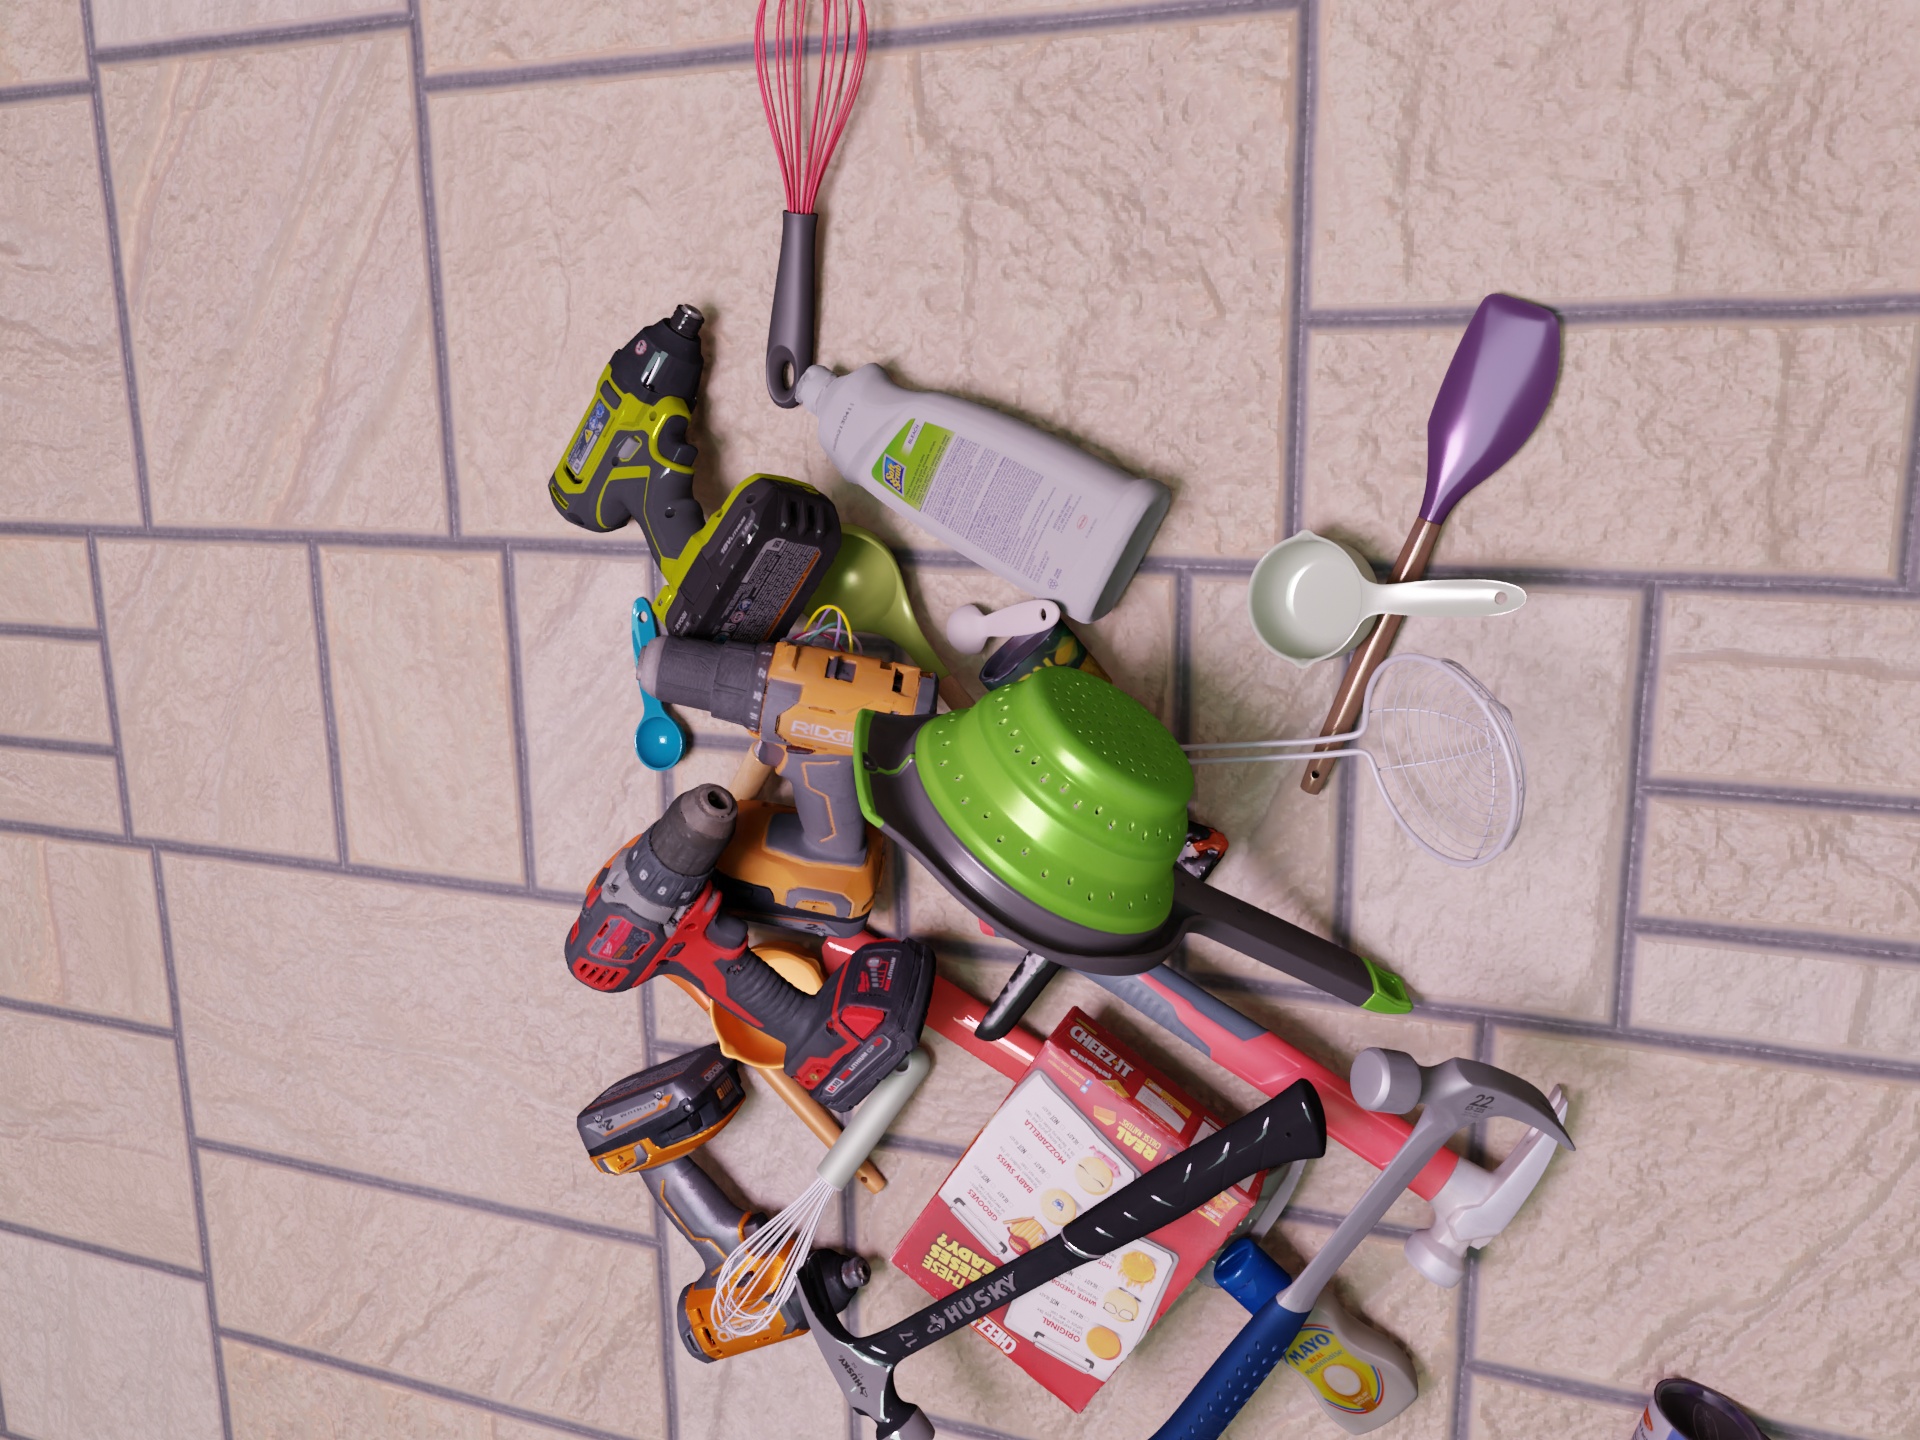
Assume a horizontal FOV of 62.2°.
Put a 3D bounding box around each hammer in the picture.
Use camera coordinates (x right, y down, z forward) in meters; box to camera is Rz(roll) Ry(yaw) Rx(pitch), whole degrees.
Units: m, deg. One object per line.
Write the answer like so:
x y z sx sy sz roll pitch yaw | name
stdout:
0.214 0.348 0.967 0.144 0.035 0.405 12 124 -20 | hammer
0.060 0.332 1.004 0.409 0.036 0.149 -38 87 25 | hammer
0.183 0.191 1.001 0.386 0.038 0.143 33 100 5 | hammer
0.063 0.236 1.098 0.359 0.037 0.149 31 111 13 | hammer

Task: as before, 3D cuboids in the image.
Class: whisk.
-0.098 0.336 1.141 0.246 0.059 0.058 -54 42 -3 | whisk
-0.103 -0.349 1.029 0.073 0.073 0.295 15 113 19 | whisk
-0.126 0.011 1.090 0.047 0.051 0.245 39 132 6 | whisk

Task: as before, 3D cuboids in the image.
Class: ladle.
-0.002 -0.003 1.035 0.320 0.062 0.078 51 123 15 | ladle

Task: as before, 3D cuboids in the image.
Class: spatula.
-0.166 0.229 1.200 0.322 0.041 0.081 47 113 2 | spatula
0.272 -0.095 0.948 0.060 0.018 0.315 26 110 16 | spatula

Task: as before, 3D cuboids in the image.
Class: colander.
0.131 0.070 0.918 0.396 0.205 0.094 26 117 -21 | colander

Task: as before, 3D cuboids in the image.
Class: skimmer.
0.158 0.029 0.968 0.363 0.090 0.127 -4 108 29 | skimmer

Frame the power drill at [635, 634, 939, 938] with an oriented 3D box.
-0.122 0.037 1.037 0.185 0.084 0.226 11 135 -4 | power drill

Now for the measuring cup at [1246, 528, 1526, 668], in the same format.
0.251 -0.071 0.932 0.168 0.038 0.083 3 95 36 | measuring cup

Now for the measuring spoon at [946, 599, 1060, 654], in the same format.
0.024 -0.062 1.021 0.124 0.018 0.034 -7 92 59 | measuring spoon

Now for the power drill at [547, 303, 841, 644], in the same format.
-0.180 -0.158 1.059 0.223 0.080 0.171 50 118 31 | power drill

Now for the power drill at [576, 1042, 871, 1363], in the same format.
-0.174 0.366 1.203 0.164 0.084 0.226 -24 95 23 | power drill

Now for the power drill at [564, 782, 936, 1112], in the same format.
-0.128 0.144 1.033 0.226 0.080 0.187 30 127 -13 | power drill

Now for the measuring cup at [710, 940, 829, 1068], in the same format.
-0.164 0.174 1.155 0.173 0.052 0.095 44 93 3 | measuring cup

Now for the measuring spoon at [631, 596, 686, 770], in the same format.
-0.223 -0.027 1.172 0.042 0.021 0.128 -8 90 24 | measuring spoon
